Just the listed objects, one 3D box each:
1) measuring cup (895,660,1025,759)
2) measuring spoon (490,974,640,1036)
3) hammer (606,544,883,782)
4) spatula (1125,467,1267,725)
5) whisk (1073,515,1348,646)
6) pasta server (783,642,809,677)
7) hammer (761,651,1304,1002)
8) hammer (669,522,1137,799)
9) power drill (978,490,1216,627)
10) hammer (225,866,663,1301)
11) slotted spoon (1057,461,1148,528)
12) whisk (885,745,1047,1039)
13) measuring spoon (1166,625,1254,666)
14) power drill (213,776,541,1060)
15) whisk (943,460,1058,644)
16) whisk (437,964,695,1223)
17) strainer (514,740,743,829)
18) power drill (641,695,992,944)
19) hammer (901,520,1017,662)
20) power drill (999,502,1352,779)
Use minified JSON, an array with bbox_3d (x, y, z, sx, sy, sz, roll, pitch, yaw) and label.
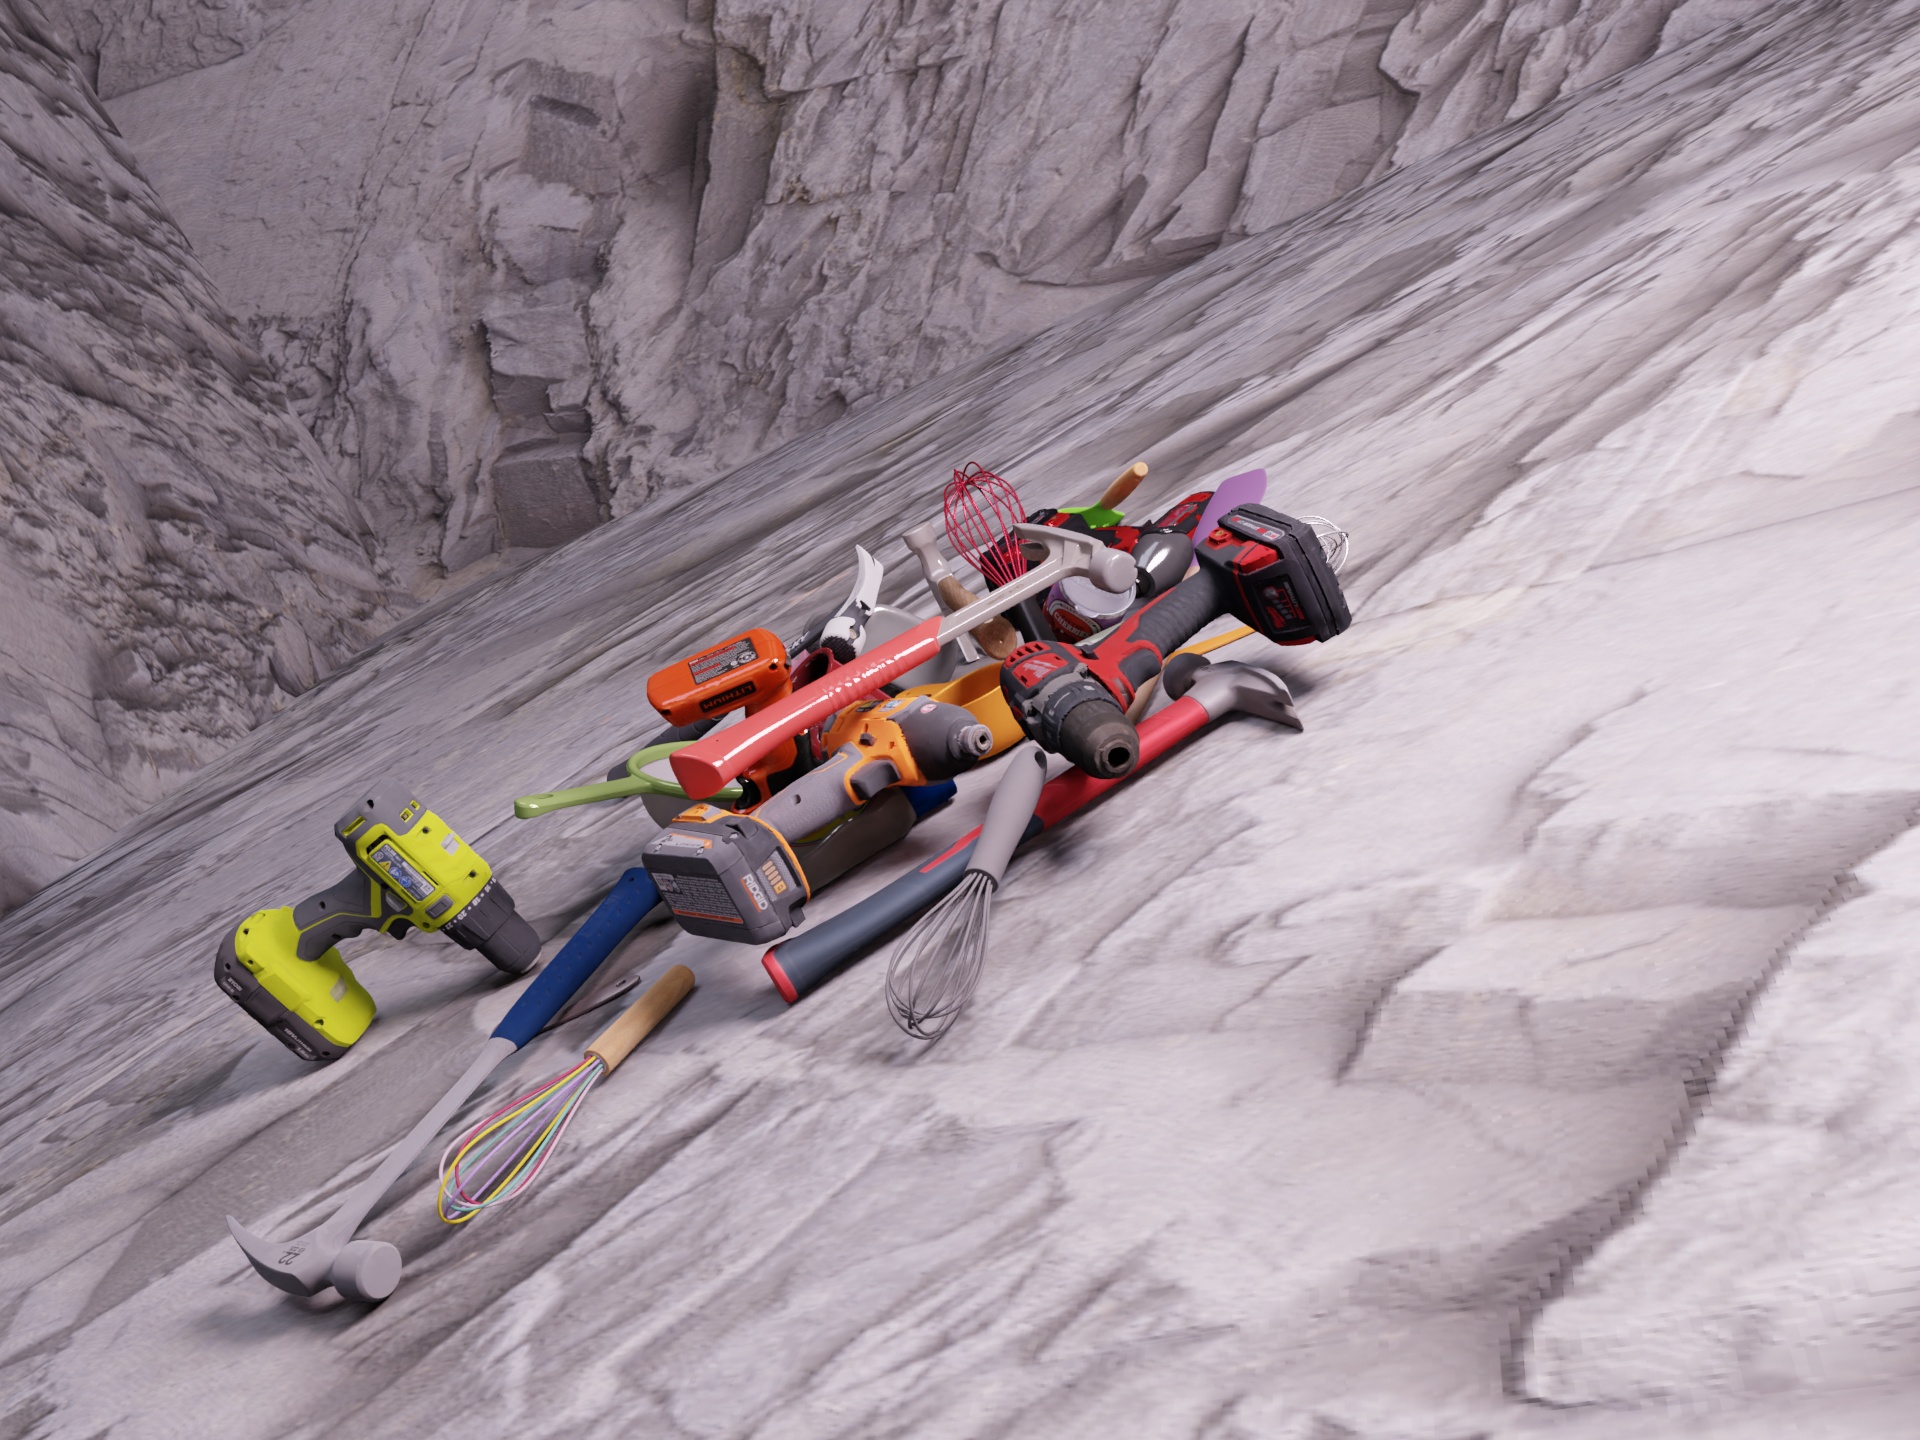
[{"bbox_3d":[-0.002,-0.004,1.296,0.095,0.052,0.174,-34,15,-24],"label":"measuring cup"},{"bbox_3d":[-0.295,0.212,1.176,0.124,0.018,0.034,-26,19,3],"label":"measuring spoon"},{"bbox_3d":[-0.213,-0.027,1.498,0.409,0.036,0.149,-33,27,37],"label":"hammer"},{"bbox_3d":[0.179,-0.099,1.243,0.060,0.018,0.316,-12,37,43],"label":"spatula"},{"bbox_3d":[0.198,-0.097,1.284,0.246,0.058,0.059,-25,-15,17],"label":"whisk"},{"bbox_3d":[-0.178,-0.006,1.554,0.060,0.040,0.316,-13,22,7],"label":"pasta server"},{"bbox_3d":[0.045,0.072,1.053,0.386,0.038,0.143,-32,21,-13],"label":"hammer"},{"bbox_3d":[-0.050,-0.048,1.148,0.359,0.036,0.149,-30,27,-21],"label":"hammer"},{"bbox_3d":[0.131,-0.146,1.448,0.220,0.078,0.143,-2,31,45],"label":"power drill"},{"bbox_3d":[-0.330,0.233,1.105,0.144,0.035,0.406,-5,28,28],"label":"hammer"},{"bbox_3d":[0.145,-0.215,1.540,0.070,0.031,0.314,1,-1,-4],"label":"slotted spoon"},{"bbox_3d":[0.010,0.095,0.966,0.055,0.055,0.239,-14,32,34],"label":"whisk"},{"bbox_3d":[0.198,-0.065,1.238,0.117,0.011,0.021,-22,20,17],"label":"measuring spoon"},{"bbox_3d":[-0.474,0.177,1.301,0.228,0.190,0.080,-37,16,17],"label":"power drill"},{"bbox_3d":[0.045,-0.117,1.345,0.073,0.073,0.296,-26,50,6],"label":"whisk"},{"bbox_3d":[-0.248,0.232,1.027,0.051,0.047,0.245,-14,20,37],"label":"whisk"},{"bbox_3d":[-0.243,0.074,1.296,0.256,0.069,0.152,-10,20,-41],"label":"strainer"},{"bbox_3d":[-0.088,0.057,1.088,0.226,0.084,0.164,-38,21,-32],"label":"power drill"},{"bbox_3d":[0.007,-0.093,1.361,0.031,0.130,0.331,-28,15,-2],"label":"hammer"},{"bbox_3d":[0.143,-0.046,1.060,0.226,0.080,0.188,-31,22,-3],"label":"power drill"}]
